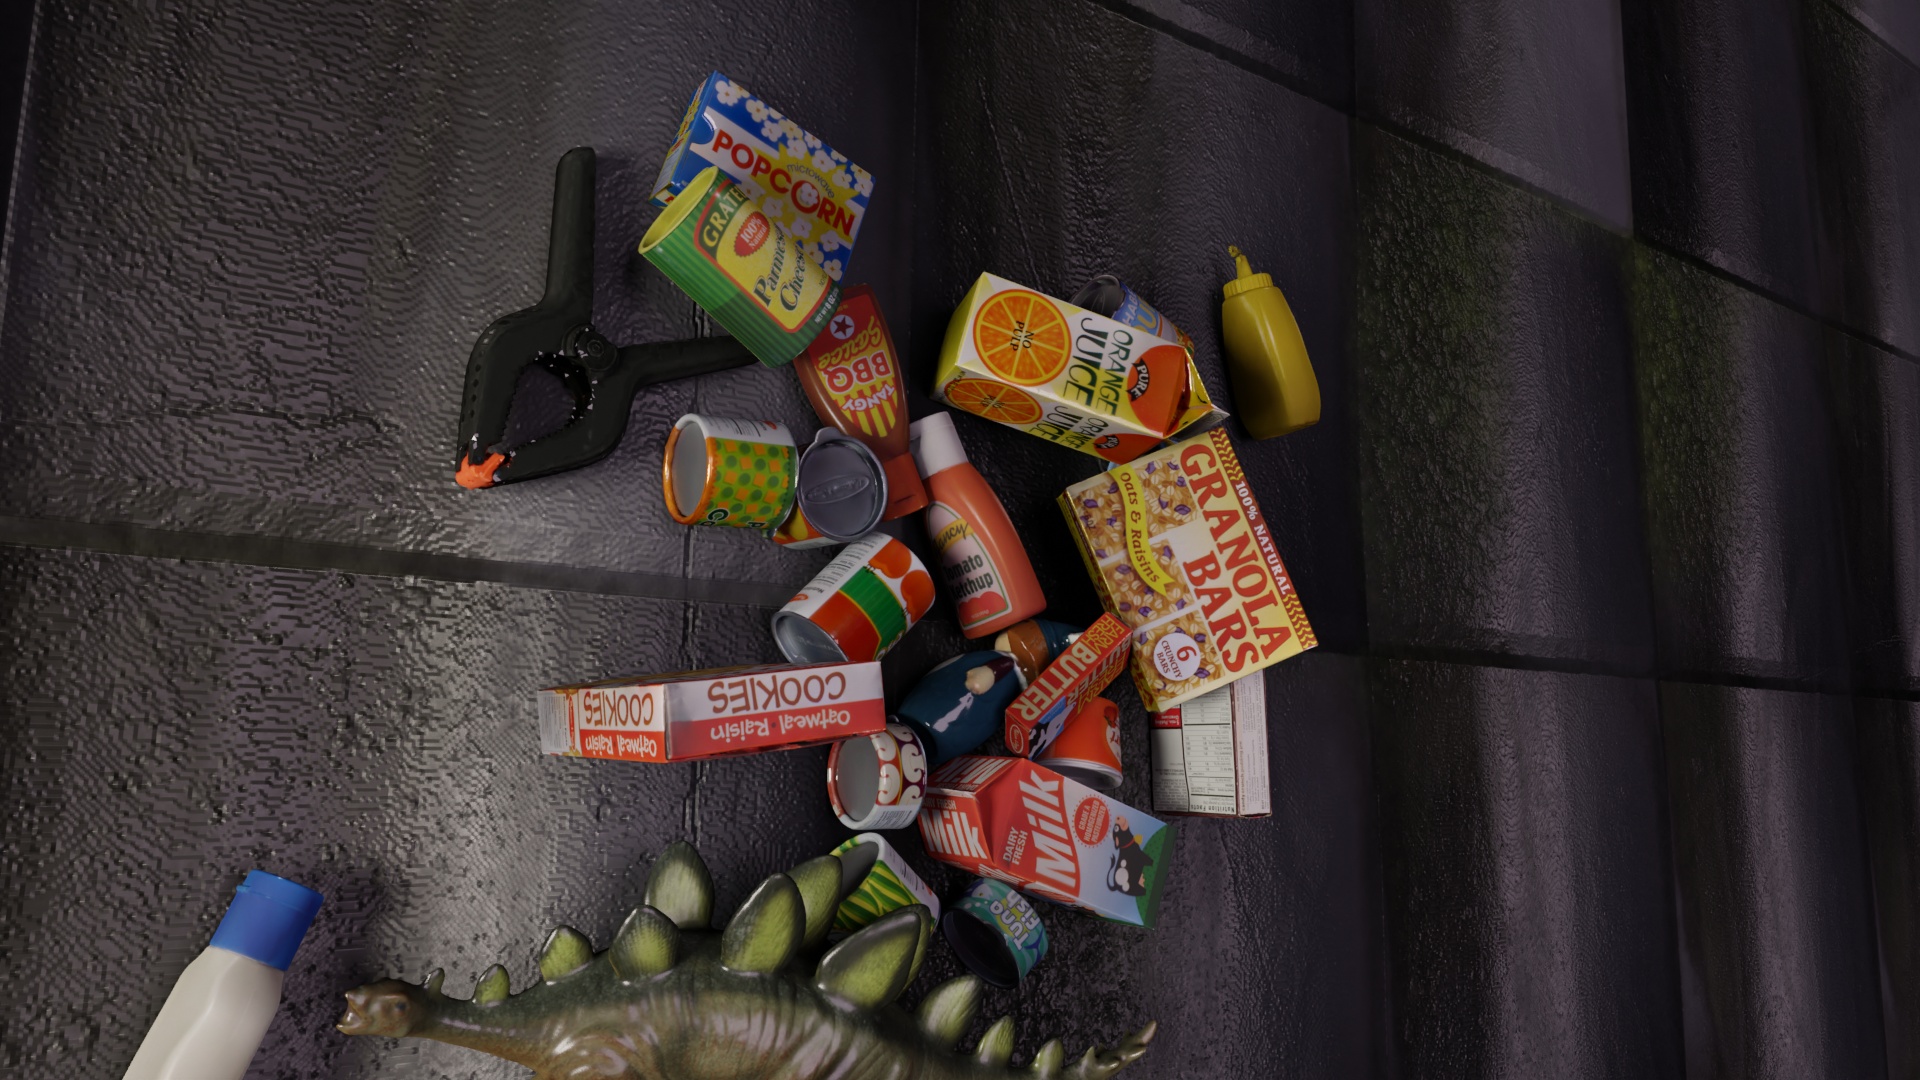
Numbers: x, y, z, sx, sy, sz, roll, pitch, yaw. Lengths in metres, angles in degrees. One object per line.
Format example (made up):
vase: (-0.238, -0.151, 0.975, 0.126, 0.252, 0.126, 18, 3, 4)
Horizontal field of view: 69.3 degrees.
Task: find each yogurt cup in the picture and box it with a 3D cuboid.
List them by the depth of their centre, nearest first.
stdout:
yogurt cup: (0.080, 0.139, 0.961, 0.072, 0.072, 0.054, 23, 63, -32)

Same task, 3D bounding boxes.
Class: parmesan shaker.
parmesan shaker: (-0.126, -0.160, 0.813, 0.103, 0.071, 0.071, 41, 61, -26)

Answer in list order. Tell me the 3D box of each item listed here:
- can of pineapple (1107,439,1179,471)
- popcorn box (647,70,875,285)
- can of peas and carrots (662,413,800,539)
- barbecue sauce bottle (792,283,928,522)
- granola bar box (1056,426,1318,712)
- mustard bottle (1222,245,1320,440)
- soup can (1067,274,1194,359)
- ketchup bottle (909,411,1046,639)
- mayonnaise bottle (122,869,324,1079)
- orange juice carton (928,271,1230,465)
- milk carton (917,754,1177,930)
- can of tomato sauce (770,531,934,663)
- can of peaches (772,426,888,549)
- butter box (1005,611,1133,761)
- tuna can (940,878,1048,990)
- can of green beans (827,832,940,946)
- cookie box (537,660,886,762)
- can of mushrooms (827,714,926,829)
can of pineapple: (0.151, -0.045, 1.037, 0.058, 0.071, 0.071, 16, 74, -34)
popcorn box: (-0.122, -0.221, 0.876, 0.126, 0.038, 0.085, 28, 69, -31)
can of peas and carrots: (-0.137, -0.038, 0.821, 0.059, 0.071, 0.071, 4, 81, -36)
barbecue sauce bottle: (-0.062, -0.086, 0.896, 0.065, 0.043, 0.148, -22, 98, -17)
granola bar box: (0.156, 0.020, 0.966, 0.124, 0.039, 0.165, -22, 85, -9)
mustard bottle: (0.245, -0.165, 1.129, 0.049, 0.065, 0.160, -11, 87, -33)
soup can: (0.124, -0.147, 1.028, 0.083, 0.071, 0.071, 32, 66, -30)
ketchup bottle: (0.003, -0.012, 0.928, 0.044, 0.064, 0.149, -20, 87, -46)
mayonnaise bottle: (-0.343, 0.227, 0.632, 0.041, 0.064, 0.149, 40, 58, -35)
orange juice carton: (0.084, -0.108, 0.955, 0.193, 0.071, 0.073, 18, 72, -11)
milk carton: (0.049, 0.194, 0.923, 0.190, 0.072, 0.073, 29, 68, -30)
can of tomato sauce: (-0.065, 0.046, 0.863, 0.083, 0.071, 0.071, -46, 110, -33)
can of peaches: (-0.088, -0.031, 0.862, 0.071, 0.058, 0.071, 6, 80, -35)
butter box: (0.071, 0.097, 0.918, 0.024, 0.053, 0.104, 39, 66, 23)
tuna can: (0.023, 0.252, 0.896, 0.033, 0.071, 0.071, -38, 106, -36)
can of green beans: (-0.055, 0.221, 0.845, 0.057, 0.071, 0.071, 52, 58, -19)
cookie box: (-0.136, 0.090, 0.739, 0.123, 0.167, 0.040, -3, 87, -37)
can of mushrooms: (-0.053, 0.143, 0.859, 0.033, 0.071, 0.071, 6, 80, -35)
